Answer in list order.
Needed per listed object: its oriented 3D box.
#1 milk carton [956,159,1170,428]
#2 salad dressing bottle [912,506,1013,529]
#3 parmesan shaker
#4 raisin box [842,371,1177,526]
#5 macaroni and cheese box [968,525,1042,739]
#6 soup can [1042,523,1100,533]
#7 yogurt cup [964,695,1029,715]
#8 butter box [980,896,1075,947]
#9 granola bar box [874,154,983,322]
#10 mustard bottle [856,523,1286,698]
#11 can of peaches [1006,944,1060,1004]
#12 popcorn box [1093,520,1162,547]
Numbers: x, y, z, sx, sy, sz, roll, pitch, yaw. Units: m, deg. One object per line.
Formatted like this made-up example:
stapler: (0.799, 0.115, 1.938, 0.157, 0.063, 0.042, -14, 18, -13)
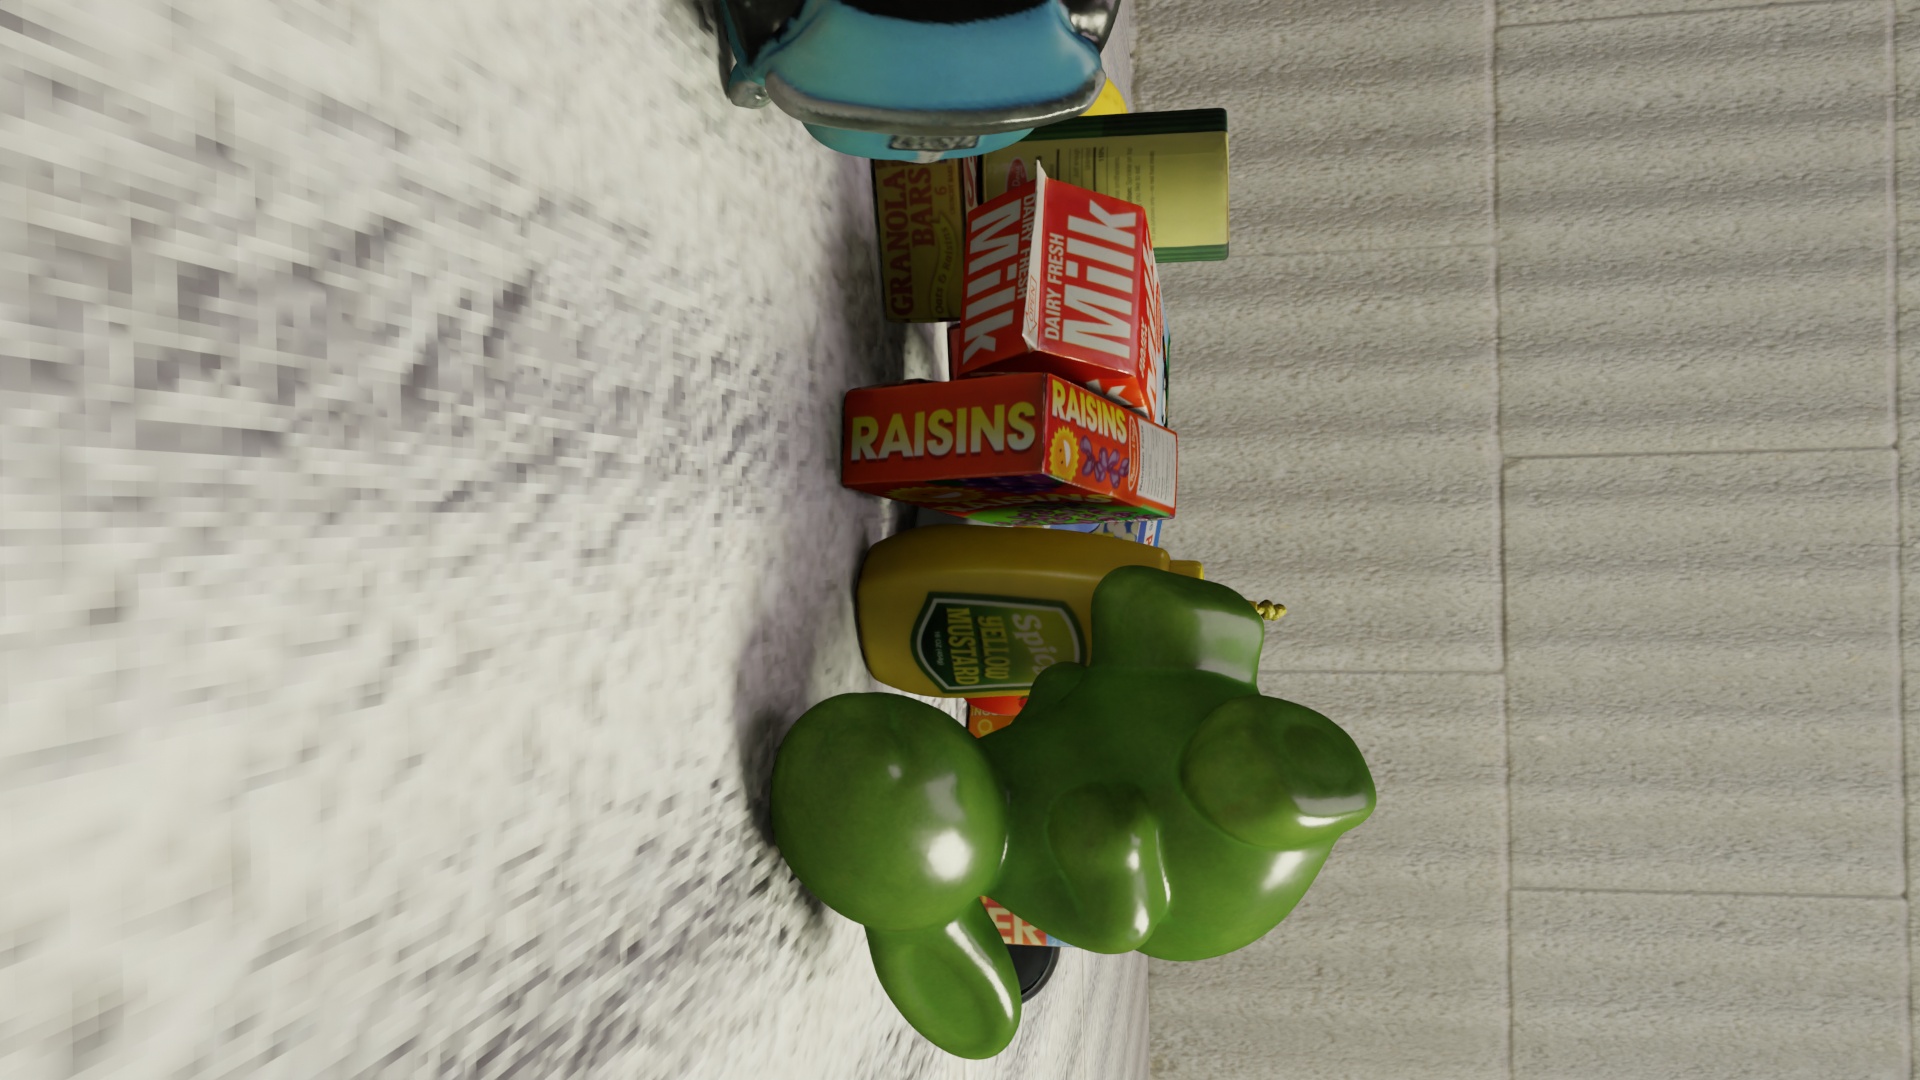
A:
milk carton: (0.046, -0.084, 0.586, 0.190, 0.073, 0.072, 47, 45, -72)
salad dressing bottle: (0.002, -0.008, 0.644, 0.148, 0.044, 0.064, -80, 159, -52)
parmesan shaker: (0.066, -0.151, 0.611, 0.071, 0.103, 0.071, -2, 92, -80)
raisin box: (0.023, -0.033, 0.540, 0.123, 0.086, 0.040, 12, 79, -59)
macaroni and cheese box: (0.035, 0.091, 0.823, 0.123, 0.040, 0.167, 68, 23, -62)
soup can: (0.048, -0.047, 0.849, 0.071, 0.071, 0.083, -66, 152, -68)
yogurt cup: (0.024, 0.051, 0.705, 0.073, 0.072, 0.053, -76, 170, -55)
butter box: (0.018, 0.130, 0.543, 0.024, 0.103, 0.053, -62, 151, -70)
granola bar box: (-0.003, -0.171, 0.641, 0.166, 0.039, 0.124, -56, 144, -72)
mustard bottle: (0.042, 0.027, 0.530, 0.049, 0.160, 0.065, -74, 159, -55)
can of peaches: (0.015, 0.170, 0.631, 0.058, 0.071, 0.071, 13, 76, -80)
popcorn box: (0.086, -0.006, 0.912, 0.038, 0.085, 0.126, -29, 132, -52)
